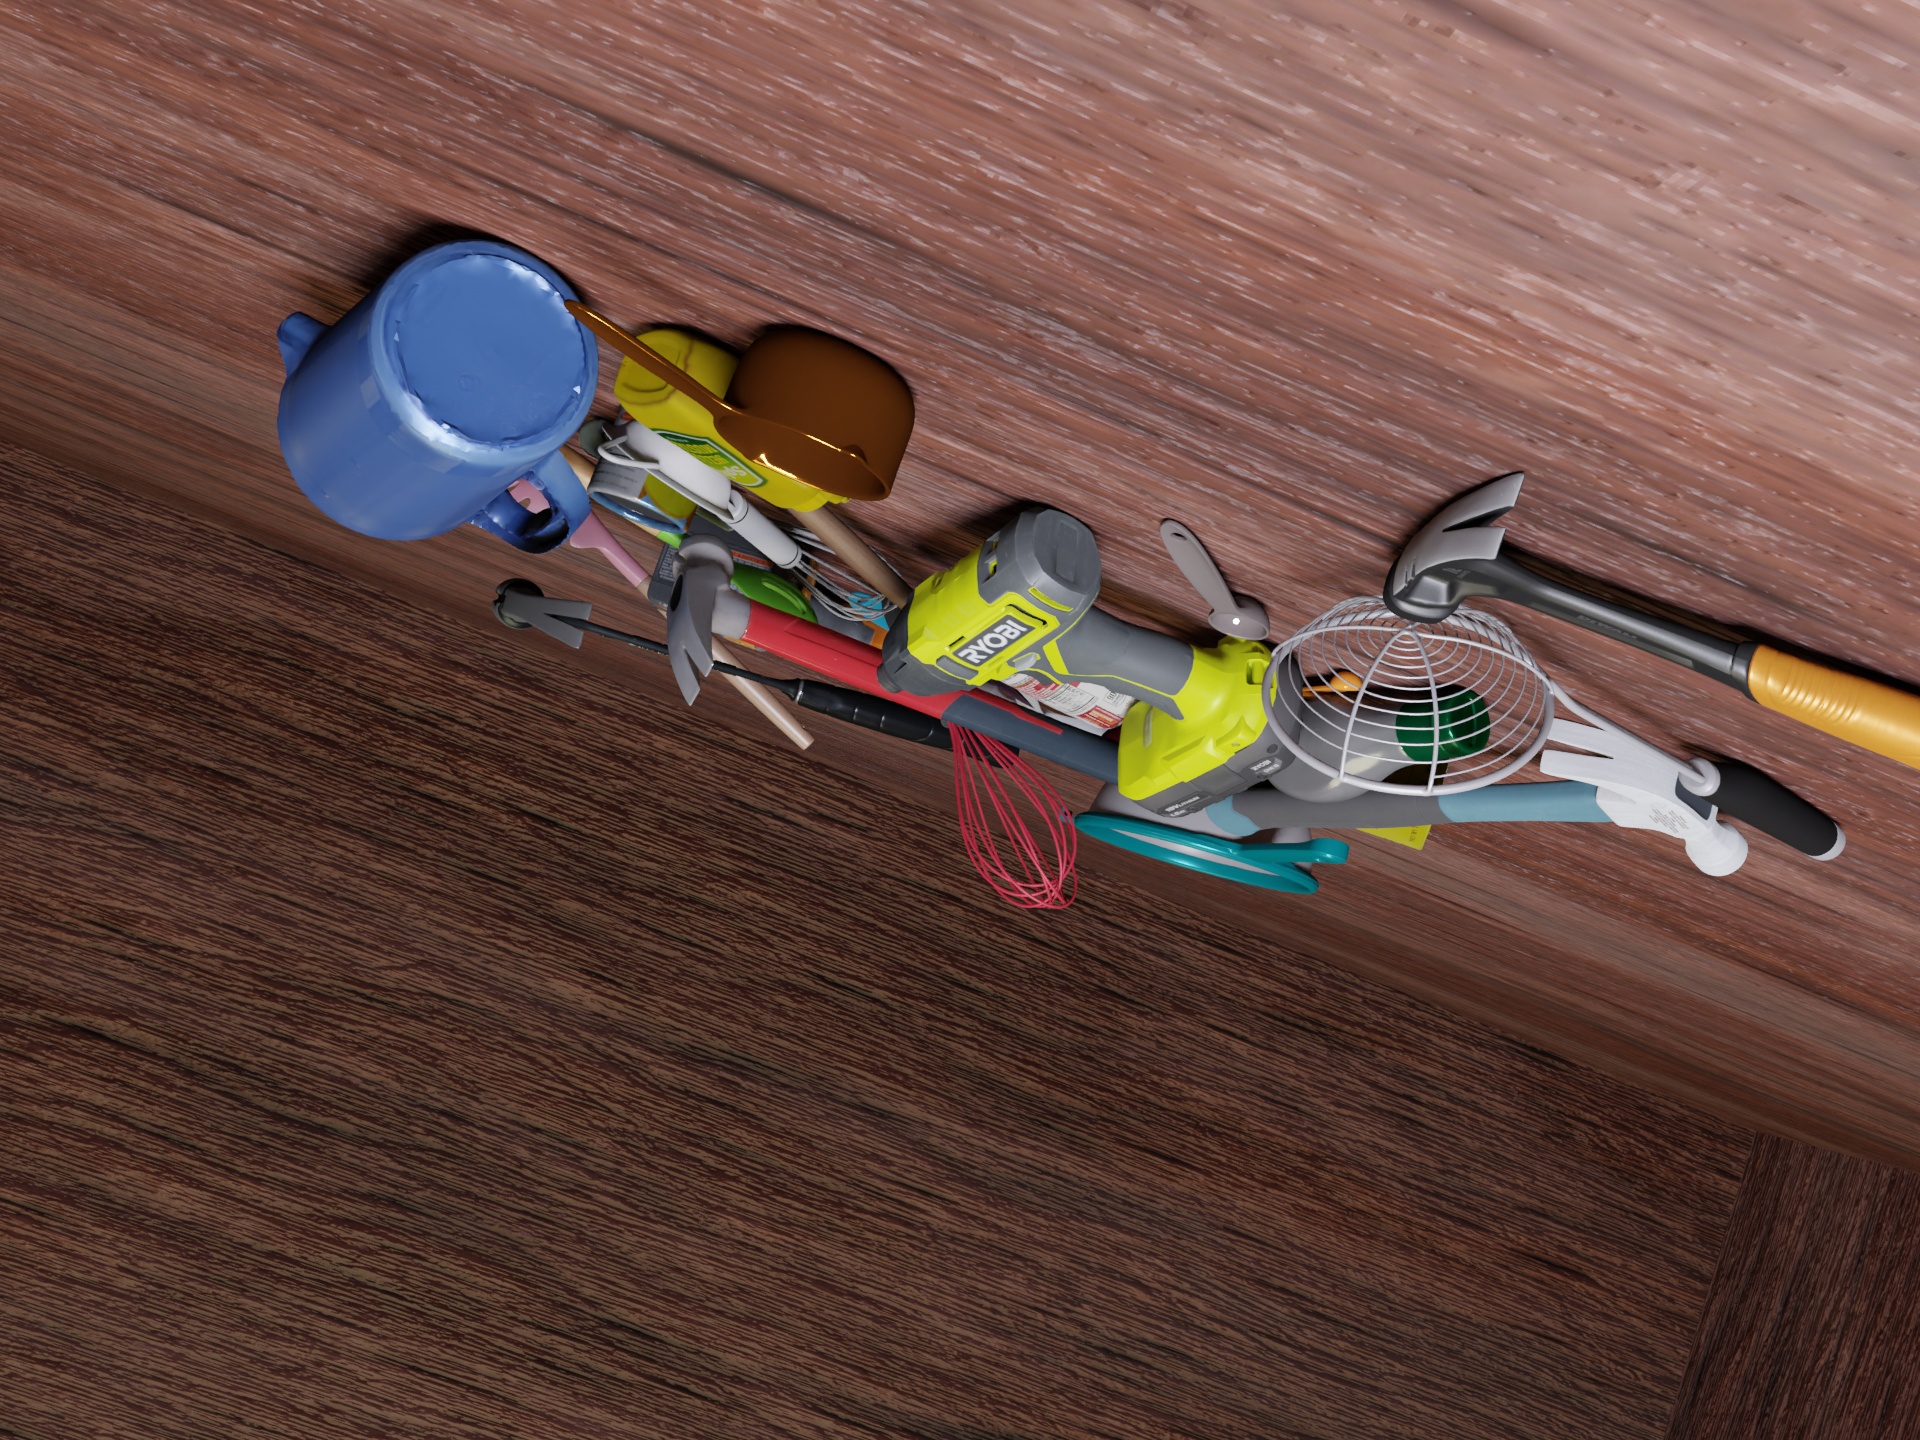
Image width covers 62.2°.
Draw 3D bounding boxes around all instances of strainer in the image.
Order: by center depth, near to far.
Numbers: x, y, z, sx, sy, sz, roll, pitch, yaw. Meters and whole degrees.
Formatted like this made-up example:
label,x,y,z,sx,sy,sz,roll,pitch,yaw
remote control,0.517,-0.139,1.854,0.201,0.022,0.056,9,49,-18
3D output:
label,x,y,z,sx,sy,sz,roll,pitch,yaw
strainer,-0.138,-0.131,0.933,0.087,0.050,0.258,40,180,17
strainer,0.227,0.070,1.287,0.211,0.095,0.340,19,171,-14

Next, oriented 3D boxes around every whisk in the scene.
label,x,y,z,sx,sy,sz,roll,pitch,yaw
whisk,-0.142,-0.134,1.064,0.246,0.058,0.059,28,136,-25
whisk,0.005,0.012,1.091,0.073,0.073,0.296,31,-154,-51

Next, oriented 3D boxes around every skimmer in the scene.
label,x,y,z,sx,sy,sz,roll,pitch,yaw
skimmer,0.309,0.028,0.790,0.363,0.090,0.127,22,-149,-30

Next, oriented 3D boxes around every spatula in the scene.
label,x,y,z,sx,sy,sz,roll,pitch,yaw
spatula,-0.049,-0.091,1.026,0.060,0.018,0.315,35,176,47

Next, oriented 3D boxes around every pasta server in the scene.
label,x,y,z,sx,sy,sz,roll,pitch,yaw
pasta server,-0.237,-0.087,1.264,0.316,0.040,0.060,45,-160,-8

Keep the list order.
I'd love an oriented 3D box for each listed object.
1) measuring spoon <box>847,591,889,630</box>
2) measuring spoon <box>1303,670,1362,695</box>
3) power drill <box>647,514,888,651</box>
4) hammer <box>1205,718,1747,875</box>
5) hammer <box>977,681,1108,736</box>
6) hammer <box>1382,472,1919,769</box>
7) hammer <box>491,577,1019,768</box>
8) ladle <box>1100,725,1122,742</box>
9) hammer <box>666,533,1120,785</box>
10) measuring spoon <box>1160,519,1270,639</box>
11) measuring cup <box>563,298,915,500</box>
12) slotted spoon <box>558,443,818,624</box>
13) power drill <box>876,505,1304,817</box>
label,x,y,z,sx,sy,sz,roll,pitch,yaw
measuring spoon,-0.045,-0.079,1.214,0.042,0.021,0.128,-26,148,26
measuring spoon,0.219,-0.022,0.984,0.021,0.011,0.117,7,178,-9
power drill,-0.147,-0.091,1.240,0.185,0.084,0.226,19,176,29
hammer,0.290,0.052,0.977,0.128,0.033,0.331,38,153,-32
hammer,0.048,-0.036,1.238,0.144,0.035,0.405,20,172,11
hammer,0.343,-0.012,0.630,0.337,0.034,0.127,21,173,3
hammer,-0.132,-0.027,1.173,0.408,0.036,0.149,17,180,-28
ladle,0.214,0.021,1.216,0.069,0.031,0.315,-9,-172,-35
hammer,-0.002,-0.003,1.009,0.386,0.038,0.143,21,-150,-23
measuring spoon,0.133,-0.077,0.833,0.034,0.018,0.124,8,160,34
measuring cup,-0.094,-0.160,0.713,0.173,0.052,0.095,29,169,-36
slotted spoon,-0.213,-0.138,1.019,0.313,0.031,0.070,34,-166,-18
power drill,0.073,-0.026,0.926,0.223,0.080,0.171,25,145,-27
